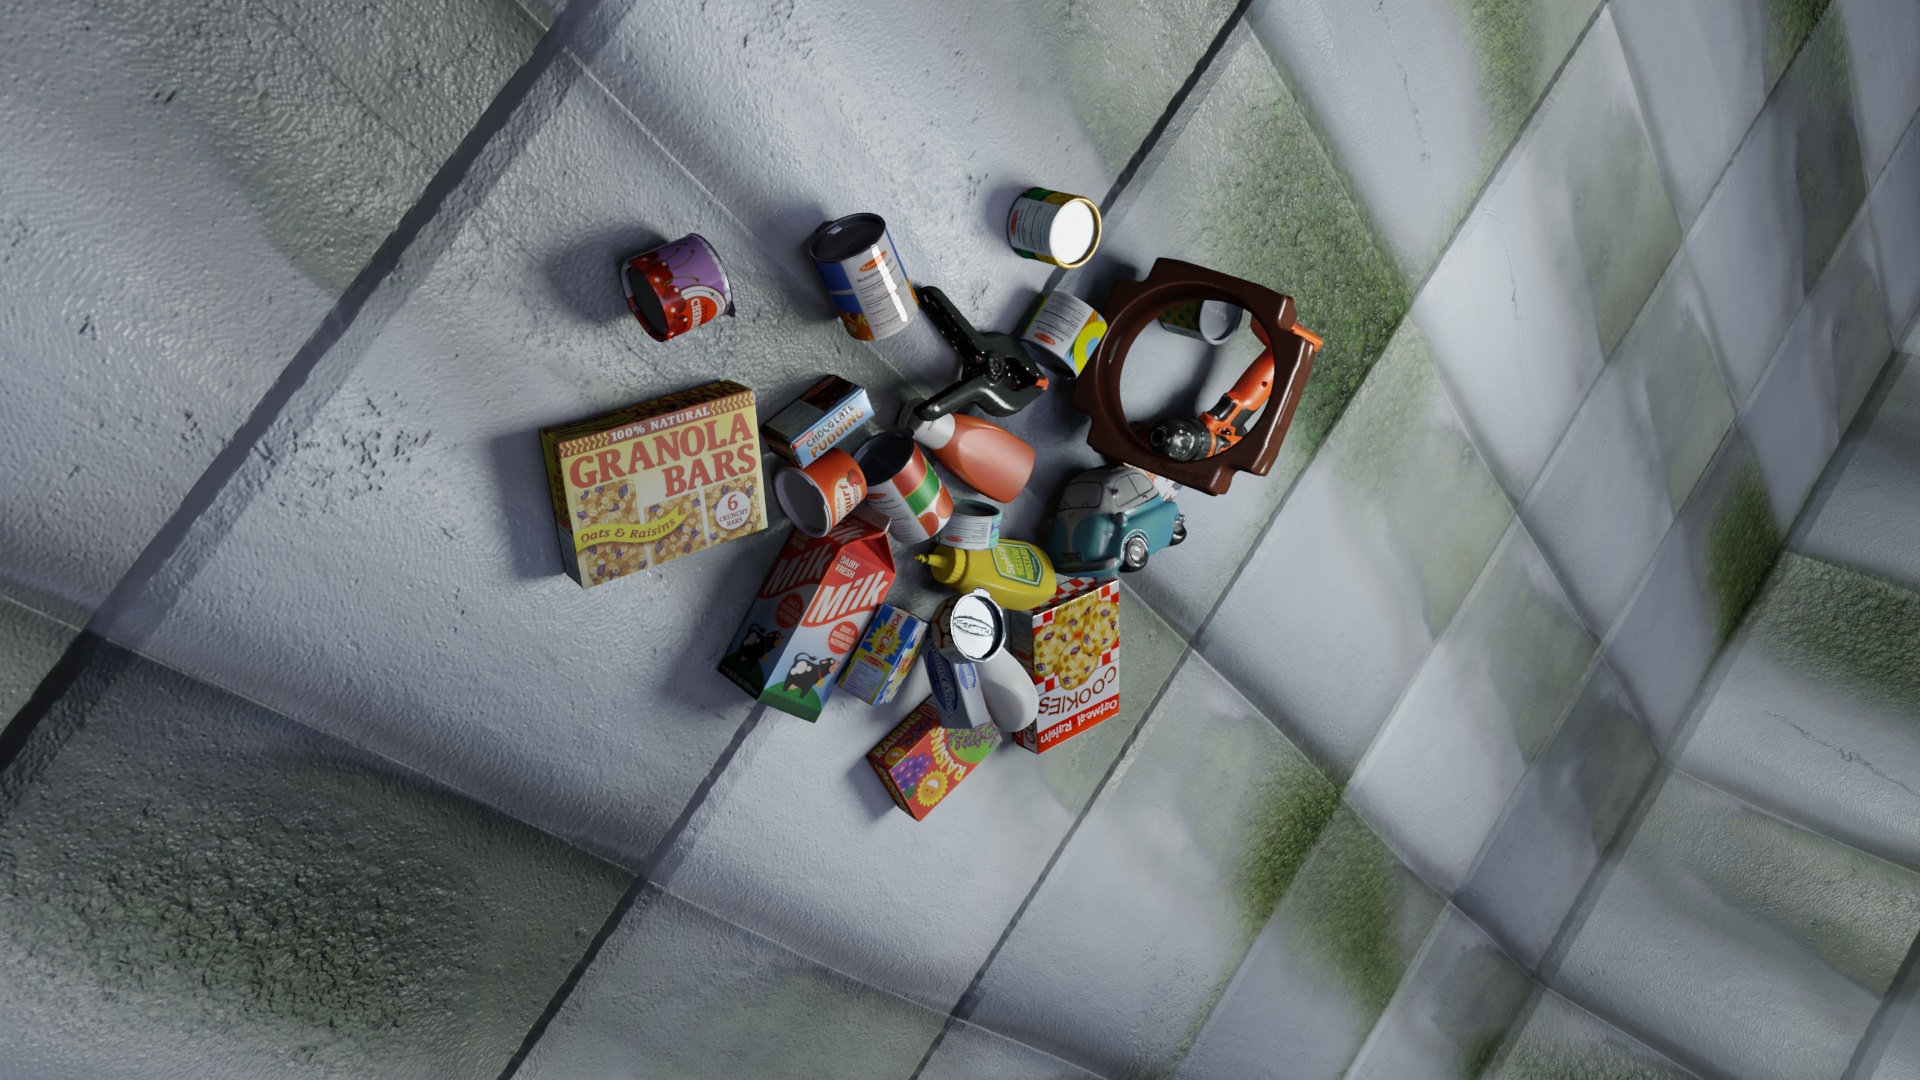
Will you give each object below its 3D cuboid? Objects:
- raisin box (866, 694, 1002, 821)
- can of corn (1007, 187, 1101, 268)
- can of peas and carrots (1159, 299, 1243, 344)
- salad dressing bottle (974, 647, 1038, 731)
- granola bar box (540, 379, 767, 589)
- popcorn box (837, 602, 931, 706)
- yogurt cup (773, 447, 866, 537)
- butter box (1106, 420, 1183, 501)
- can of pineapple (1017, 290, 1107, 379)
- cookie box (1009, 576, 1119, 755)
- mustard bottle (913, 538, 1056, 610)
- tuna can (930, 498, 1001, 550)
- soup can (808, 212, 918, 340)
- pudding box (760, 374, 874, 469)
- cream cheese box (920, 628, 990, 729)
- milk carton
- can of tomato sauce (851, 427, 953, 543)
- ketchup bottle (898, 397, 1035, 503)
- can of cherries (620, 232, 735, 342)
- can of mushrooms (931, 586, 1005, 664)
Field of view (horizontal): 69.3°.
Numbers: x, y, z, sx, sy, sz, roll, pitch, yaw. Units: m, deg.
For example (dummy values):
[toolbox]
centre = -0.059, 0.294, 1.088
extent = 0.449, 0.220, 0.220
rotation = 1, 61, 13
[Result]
[raisin box]
centre = -0.025, 0.208, 1.391
extent = 0.124, 0.040, 0.085
rotation = -42, 131, -21
[can of corn]
centre = 0.088, -0.285, 1.267
extent = 0.071, 0.058, 0.071
rotation = -18, 119, -35
[can of peas and carrots]
centre = 0.248, -0.242, 1.425
extent = 0.071, 0.059, 0.070
rotation = -17, 118, -36
[salad dressing bottle]
centre = 0.030, 0.125, 1.392
extent = 0.044, 0.064, 0.147
rotation = -54, 130, -39
[granola bar box]
centre = -0.238, -0.047, 1.096
extent = 0.166, 0.039, 0.123
rotation = -21, 121, -34
[popcorn box]
centre = -0.067, 0.104, 1.264
extent = 0.085, 0.038, 0.126
rotation = -61, 174, -2
[yogurt cup]
centre = -0.118, -0.044, 1.187
extent = 0.054, 0.072, 0.072
rotation = -37, 129, -34
[butter box]
centre = 0.197, -0.075, 1.475
extent = 0.053, 0.024, 0.103
rotation = -51, 133, -13
[can of pineapple]
centre = 0.096, -0.193, 1.309
extent = 0.071, 0.071, 0.058
rotation = 38, 82, -44
[cookie box]
centre = 0.112, 0.129, 1.477
extent = 0.123, 0.040, 0.166
rotation = -21, 119, -34
[mustard bottle]
centre = 0.021, 0.028, 1.337
extent = 0.160, 0.065, 0.048
rotation = 10, 143, -40
[tuna can]
centre = 0.005, -0.016, 1.305
extent = 0.071, 0.071, 0.032
rotation = -6, 111, -39
[soup can]
centre = -0.080, -0.217, 1.144
extent = 0.071, 0.071, 0.083
rotation = -43, 135, -19
[pudding box]
centre = -0.120, -0.101, 1.169
extent = 0.084, 0.050, 0.030
rotation = -41, 131, -21
[cream cheese box]
centre = -0.008, 0.130, 1.336
extent = 0.024, 0.053, 0.103
rotation = -15, 91, -37
[milk carton]
centre = -0.125, 0.054, 1.215
extent = 0.073, 0.072, 0.190
rotation = 30, 87, -44
[can of tomato sauce]
centre = -0.052, -0.049, 1.240
extent = 0.071, 0.071, 0.082
rotation = -48, 133, -15
[ketchup bottle]
centre = 0.005, -0.087, 1.289
extent = 0.148, 0.043, 0.064
rotation = 27, 89, -44
[can of cherries]
centre = -0.211, -0.187, 1.038
extent = 0.058, 0.071, 0.071
rotation = -30, 126, -28
[can of mushrooms]
centre = 0.008, 0.080, 1.301
extent = 0.071, 0.033, 0.071
rotation = 9, 75, -37
